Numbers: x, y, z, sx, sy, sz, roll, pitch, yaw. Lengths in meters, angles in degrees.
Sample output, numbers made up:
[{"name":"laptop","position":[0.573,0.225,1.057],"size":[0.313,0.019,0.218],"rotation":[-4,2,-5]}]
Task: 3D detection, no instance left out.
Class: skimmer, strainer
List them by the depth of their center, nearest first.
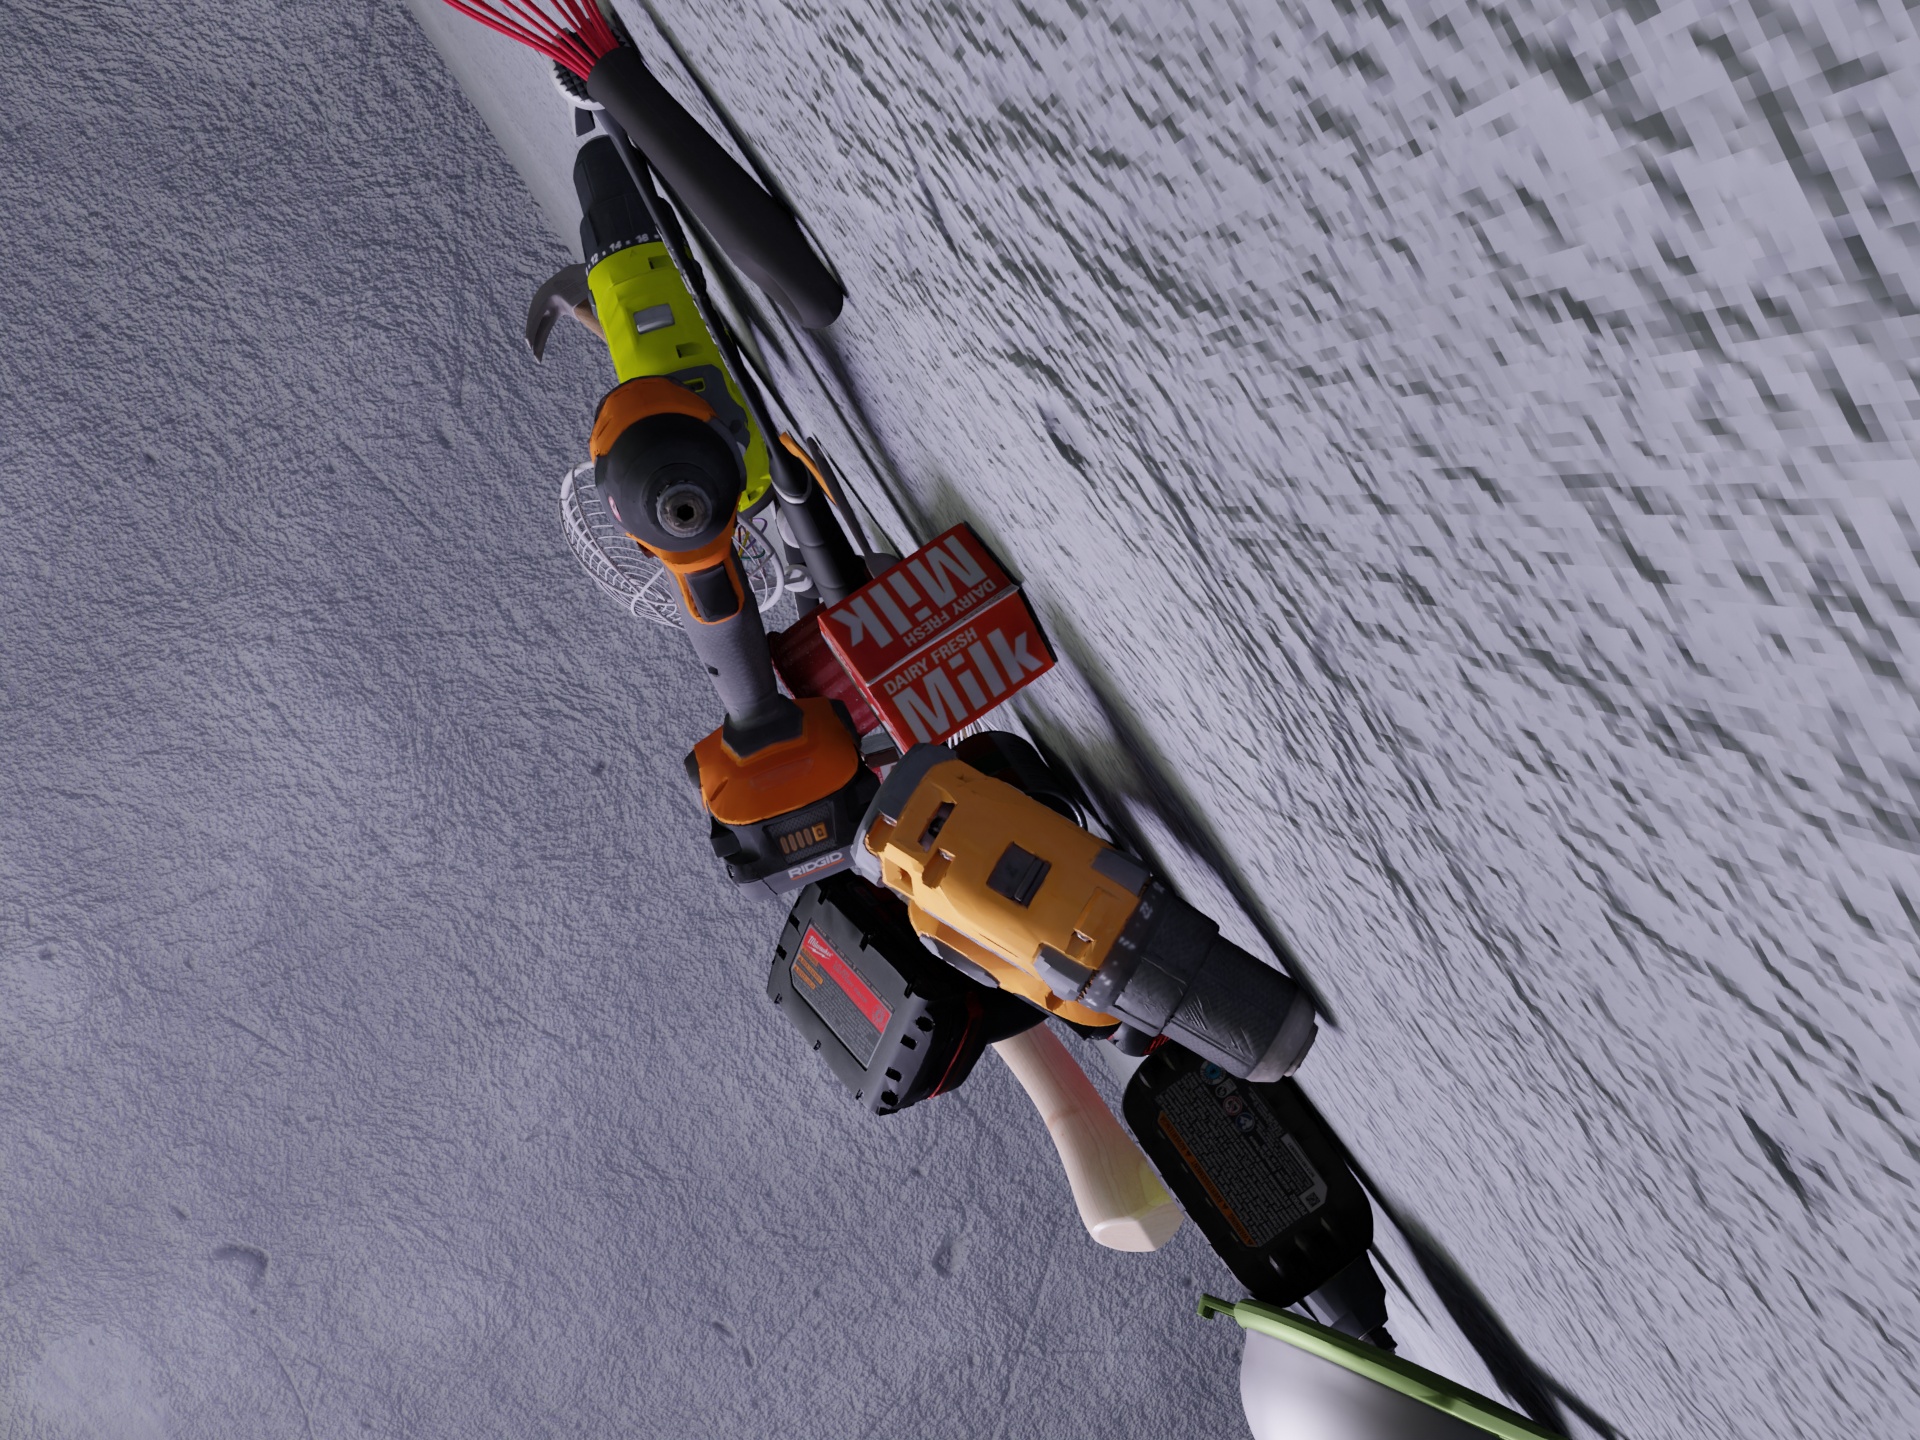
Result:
[{"name":"strainer","position":[0.195,0.310,0.660],"size":[0.151,0.069,0.256],"rotation":[27,164,-5]},{"name":"skimmer","position":[-0.117,-0.111,0.967],"size":[0.127,0.090,0.363],"rotation":[15,-168,14]}]

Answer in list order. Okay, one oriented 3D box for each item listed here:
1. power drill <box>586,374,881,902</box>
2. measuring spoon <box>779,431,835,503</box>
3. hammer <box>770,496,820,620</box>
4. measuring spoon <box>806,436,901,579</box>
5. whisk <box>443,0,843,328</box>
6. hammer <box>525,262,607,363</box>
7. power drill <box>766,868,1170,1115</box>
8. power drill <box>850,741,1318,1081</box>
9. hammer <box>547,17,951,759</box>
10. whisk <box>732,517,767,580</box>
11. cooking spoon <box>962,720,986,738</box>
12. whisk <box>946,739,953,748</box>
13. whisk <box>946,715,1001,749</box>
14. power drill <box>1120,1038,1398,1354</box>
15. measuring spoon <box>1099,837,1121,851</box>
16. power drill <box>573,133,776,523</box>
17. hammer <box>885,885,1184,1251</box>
[{"name":"power drill","position":[-0.104,-0.037,0.721],"size":[0.164,0.084,0.226],"rotation":[-127,17,-66]},{"name":"measuring spoon","position":[-0.100,-0.165,1.078],"size":[0.117,0.011,0.021],"rotation":[52,174,45]},{"name":"hammer","position":[-0.112,-0.043,1.256],"size":[0.146,0.035,0.334],"rotation":[-119,18,-57]},{"name":"measuring spoon","position":[-0.060,-0.124,0.954],"size":[0.124,0.018,0.034],"rotation":[62,-168,18]},{"name":"whisk","position":[-0.142,-0.255,0.594],"size":[0.296,0.073,0.073],"rotation":[49,175,8]},{"name":"hammer","position":[-0.266,-0.305,1.366],"size":[0.332,0.130,0.031],"rotation":[43,165,33]},{"name":"power drill","position":[0.004,0.122,0.885],"size":[0.226,0.080,0.188],"rotation":[-1,-147,-46]},{"name":"power drill","position":[0.053,0.090,0.677],"size":[0.185,0.084,0.226],"rotation":[30,173,9]},{"name":"hammer","position":[-0.095,-0.138,0.797],"size":[0.408,0.036,0.149],"rotation":[64,175,-21]},{"name":"whisk","position":[-0.163,-0.137,1.145],"size":[0.245,0.051,0.047],"rotation":[-112,18,-71]},{"name":"cooking spoon","position":[0.075,0.095,1.026],"size":[0.319,0.017,0.068],"rotation":[53,179,35]},{"name":"whisk","position":[-0.021,0.010,1.091],"size":[0.055,0.055,0.239],"rotation":[95,154,-83]},{"name":"whisk","position":[-0.001,-0.004,0.932],"size":[0.070,0.070,0.284],"rotation":[55,170,20]},{"name":"power drill","position":[0.170,0.260,0.856],"size":[0.171,0.080,0.223],"rotation":[53,179,31]},{"name":"measuring spoon","position":[0.085,0.086,0.876],"size":[0.128,0.021,0.042],"rotation":[32,-122,-80]},{"name":"power drill","position":[-0.171,-0.219,0.951],"size":[0.228,0.080,0.190],"rotation":[99,153,-82]},{"name":"hammer","position":[0.036,0.186,1.024],"size":[0.038,0.146,0.411],"rotation":[58,172,-32]}]
